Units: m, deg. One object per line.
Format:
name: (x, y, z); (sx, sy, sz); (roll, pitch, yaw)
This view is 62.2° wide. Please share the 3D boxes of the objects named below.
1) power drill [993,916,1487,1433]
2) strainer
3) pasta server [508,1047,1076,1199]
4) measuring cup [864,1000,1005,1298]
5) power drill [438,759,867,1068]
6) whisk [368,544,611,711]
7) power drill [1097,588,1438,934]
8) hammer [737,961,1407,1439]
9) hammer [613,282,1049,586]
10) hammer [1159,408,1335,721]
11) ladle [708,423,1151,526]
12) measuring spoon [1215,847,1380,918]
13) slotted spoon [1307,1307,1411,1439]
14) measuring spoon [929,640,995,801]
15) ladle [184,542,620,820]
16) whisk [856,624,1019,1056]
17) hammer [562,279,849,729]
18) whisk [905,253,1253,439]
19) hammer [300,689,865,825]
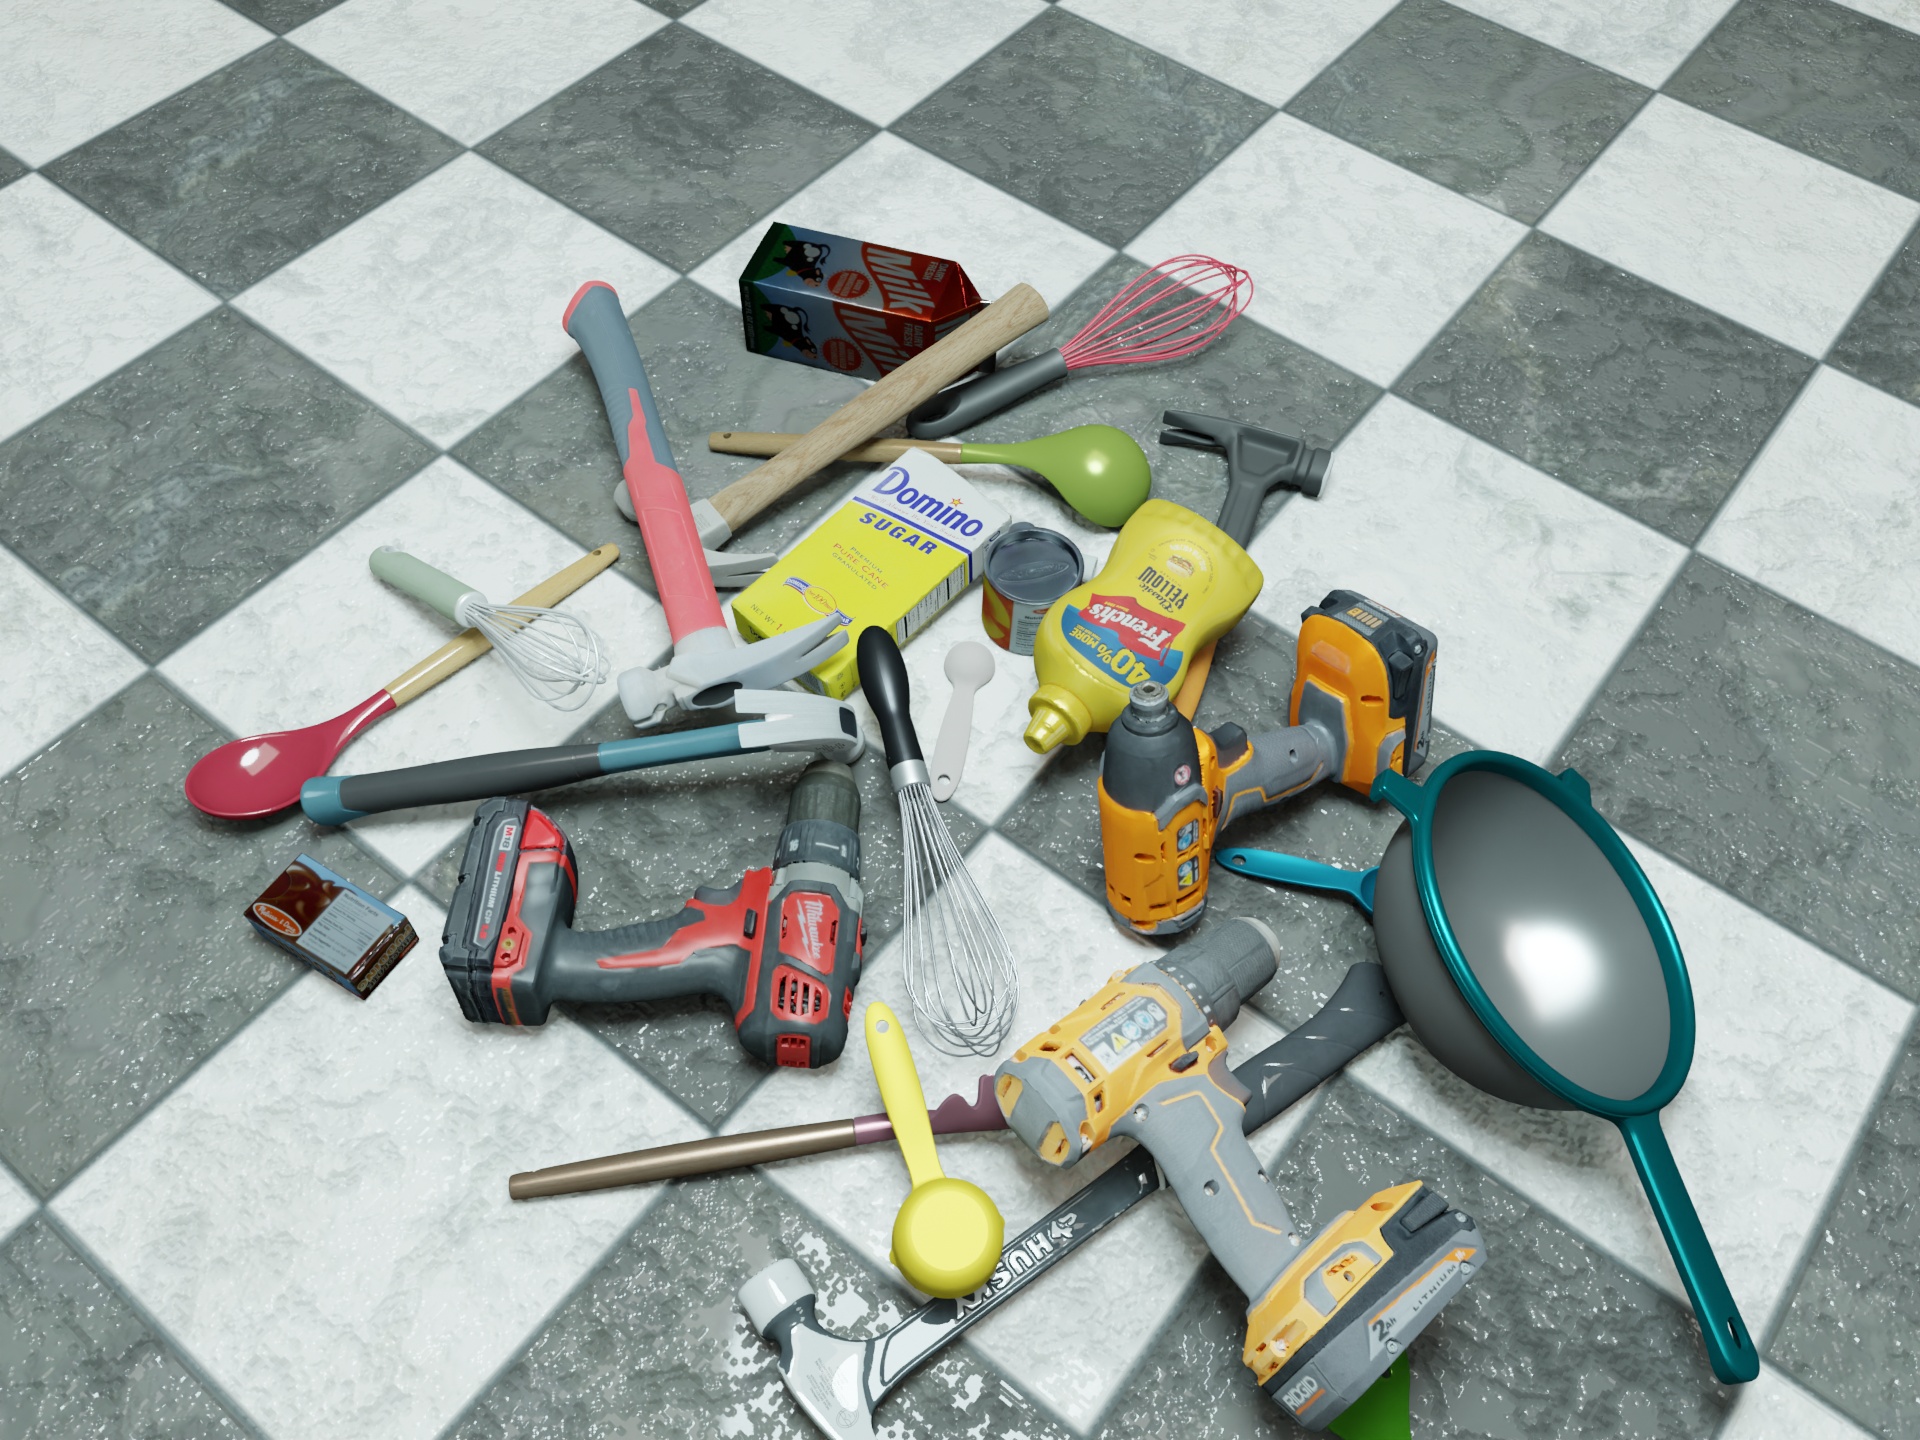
power drill: (0.154, 0.212, 0.810); (0.185, 0.084, 0.226); (-30, 63, -32)
strainer: (0.317, 0.186, 0.861); (0.211, 0.095, 0.341); (1, 62, -38)
pasta server: (-0.085, 0.219, 0.860); (0.316, 0.060, 0.040); (-8, 78, -4)
measuring cup: (-0.021, 0.215, 0.814); (0.062, 0.029, 0.157); (-15, 67, -11)
power drill: (-0.165, 0.099, 0.918); (0.226, 0.080, 0.188); (6, 56, -2)
whisk: (-0.307, -0.067, 1.013); (0.246, 0.059, 0.057); (25, 15, 36)
power drill: (0.175, 0.010, 0.934); (0.226, 0.164, 0.084); (-29, 43, -23)
hammer: (0.093, 0.249, 0.847); (0.409, 0.036, 0.149); (-29, 63, -20)
hammer: (-0.074, -0.205, 1.114); (0.331, 0.031, 0.130); (-36, 62, -10)
hammer: (0.156, -0.078, 1.073); (0.127, 0.034, 0.337); (17, 57, 9)
ladle: (-0.023, -0.184, 1.143); (0.320, 0.062, 0.078); (4, 57, 9)
measuring spoon: (0.218, 0.100, 0.968); (0.128, 0.021, 0.042); (12, 47, 17)
slotted spoon: (0.239, 0.410, 0.748); (0.070, 0.031, 0.314); (-17, 59, -19)
measuring spoon: (-0.002, -0.003, 1.025); (0.034, 0.018, 0.124); (9, 57, 4)
ladle: (-0.348, -0.031, 1.028); (0.069, 0.031, 0.315); (37, 60, 26)
whisk: (-0.023, 0.063, 0.940); (0.070, 0.070, 0.285); (-11, 63, -10)
hammer: (-0.194, -0.170, 1.074); (0.143, 0.038, 0.387); (-20, 57, -3)
whisk: (0.091, -0.277, 1.197); (0.296, 0.073, 0.073); (-26, 60, -11)
hammer: (-0.227, 0.026, 0.957); (0.331, 0.128, 0.033); (-9, 80, 2)
